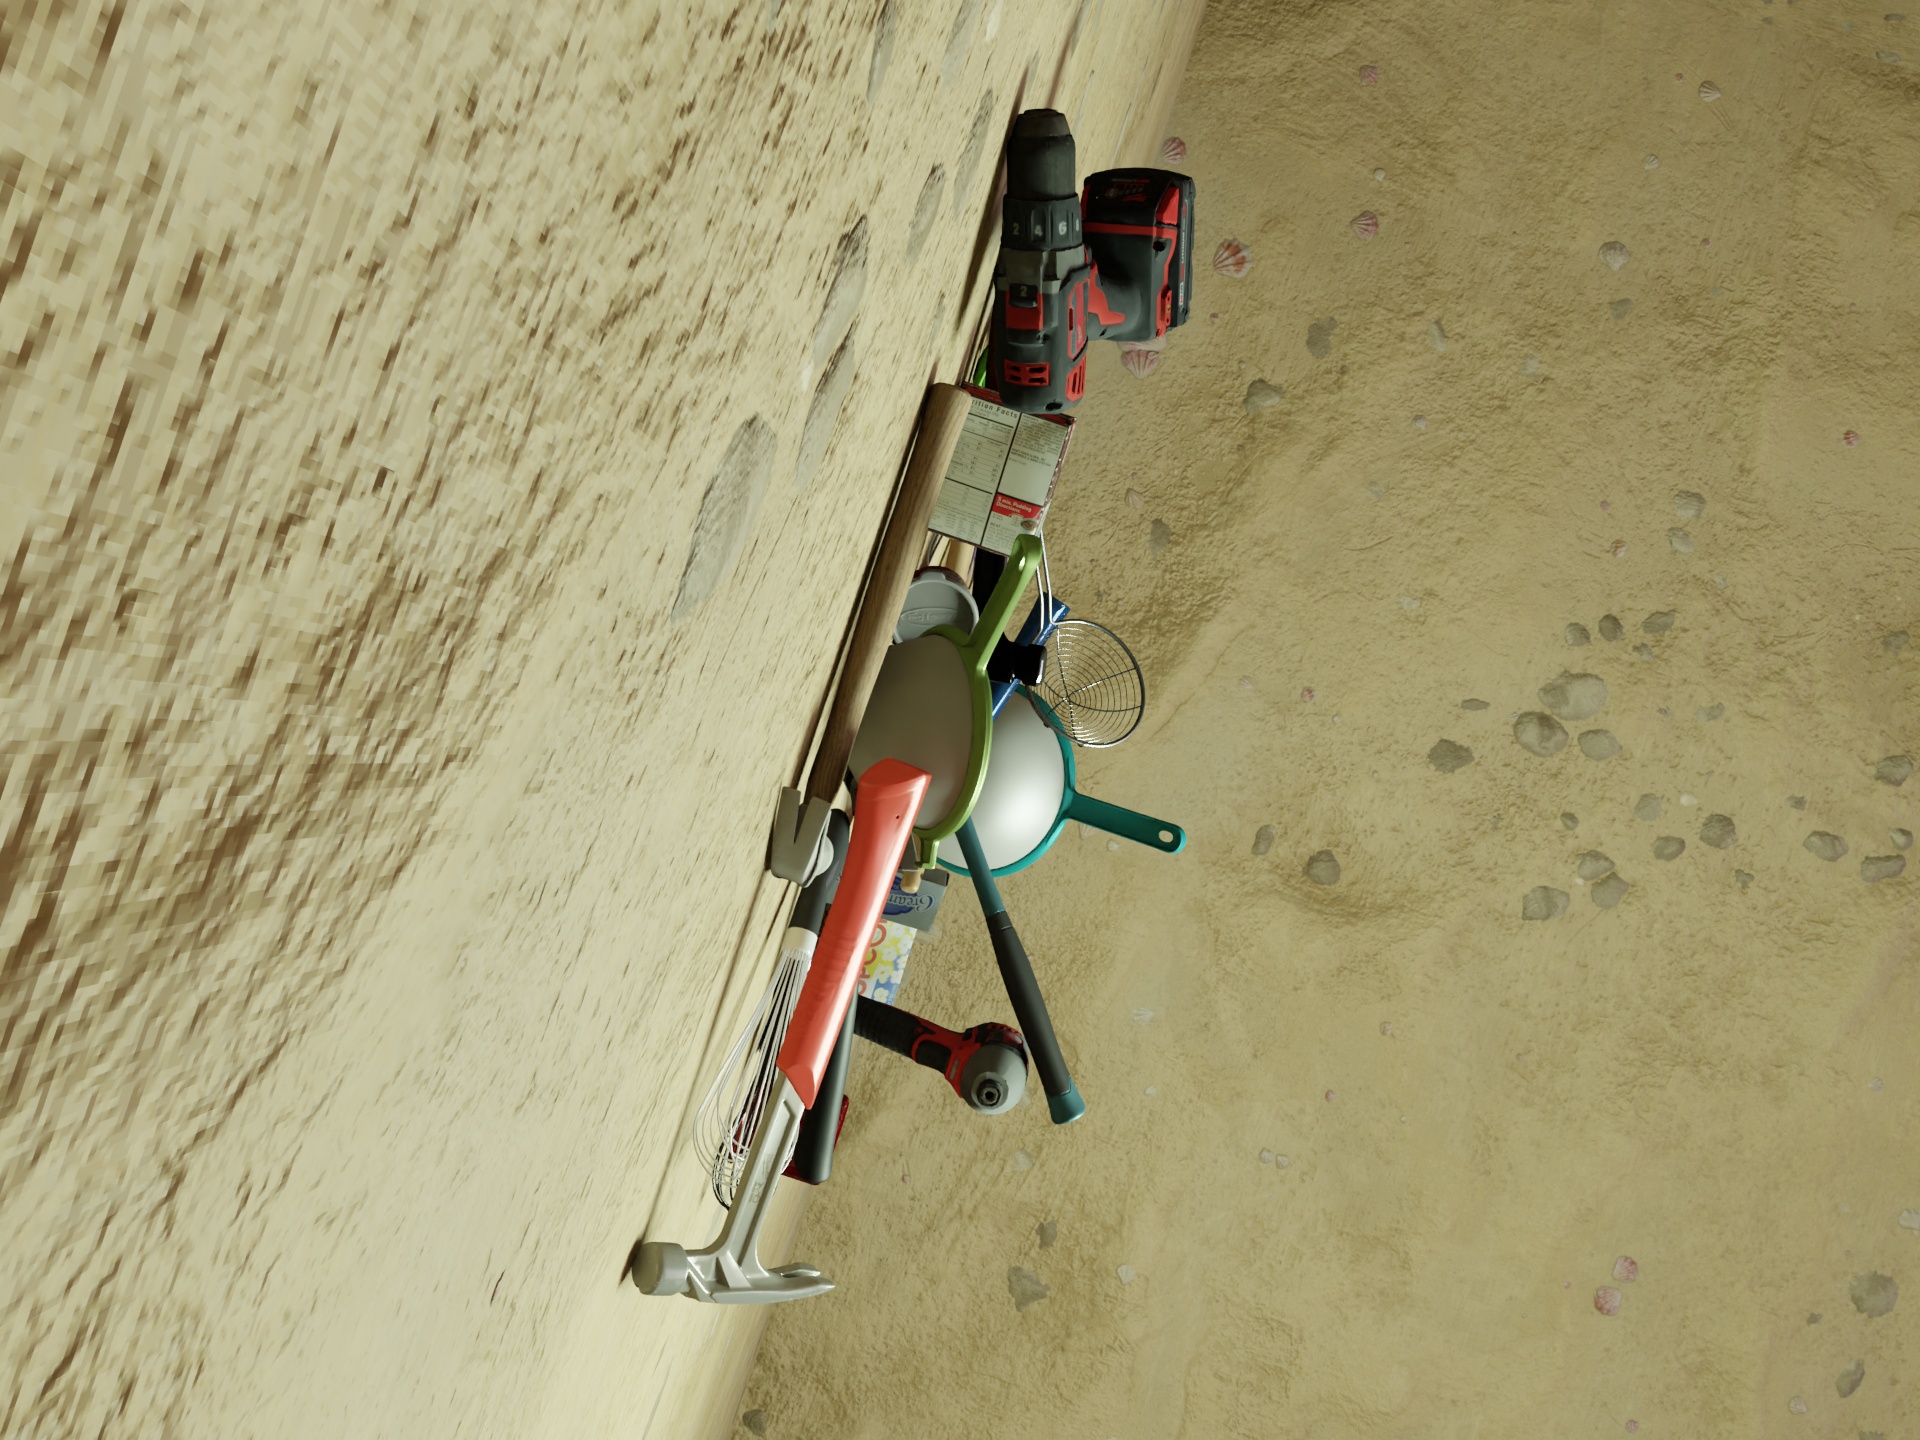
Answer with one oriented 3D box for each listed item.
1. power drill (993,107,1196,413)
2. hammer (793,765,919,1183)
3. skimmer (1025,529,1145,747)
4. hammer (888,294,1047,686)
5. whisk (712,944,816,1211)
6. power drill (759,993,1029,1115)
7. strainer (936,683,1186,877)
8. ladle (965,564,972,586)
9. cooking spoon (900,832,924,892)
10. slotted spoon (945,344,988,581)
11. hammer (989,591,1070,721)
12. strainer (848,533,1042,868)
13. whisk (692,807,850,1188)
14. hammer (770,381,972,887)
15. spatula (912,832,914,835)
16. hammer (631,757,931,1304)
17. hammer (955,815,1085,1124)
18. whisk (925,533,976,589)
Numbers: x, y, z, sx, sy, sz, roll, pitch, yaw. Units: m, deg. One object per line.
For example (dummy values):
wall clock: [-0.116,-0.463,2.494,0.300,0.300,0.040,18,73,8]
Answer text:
power drill: [0.087,-0.325,1.084,0.227,0.080,0.187,-43,138,-53]
hammer: [-0.087,0.205,1.217,0.146,0.035,0.334,-126,-136,-66]
skimmer: [0.091,-0.147,1.414,0.127,0.090,0.363,-31,124,-32]
hammer: [0.022,-0.192,1.209,0.034,0.127,0.336,-62,160,-66]
whisk: [-0.149,0.279,1.257,0.055,0.055,0.239,-5,109,-87]
power drill: [-0.048,0.270,1.335,0.143,0.219,0.078,-40,148,-85]
strainer: [0.057,0.073,1.590,0.095,0.340,0.211,6,100,-60]
ladle: [-0.007,-0.084,1.606,0.078,0.062,0.320,-39,-164,25]
cooking spoon: [-0.002,-0.004,1.294,0.068,0.017,0.319,75,27,-57]
slotted spoon: [0.004,-0.160,1.273,0.070,0.031,0.313,-19,125,-62]
hammer: [-0.018,0.055,1.529,0.405,0.035,0.144,-57,180,1]
strainer: [-0.022,-0.028,1.058,0.256,0.069,0.152,-62,-144,41]
whisk: [-0.122,0.184,1.108,0.070,0.070,0.285,104,0,-59]
hammer: [-0.056,-0.054,1.007,0.130,0.031,0.331,38,70,-88]
spatula: [-0.054,0.067,1.310,0.082,0.044,0.317,-32,164,-17]
hammer: [-0.087,0.199,1.013,0.149,0.037,0.359,18,92,-43]
hammer: [0.035,0.177,1.342,0.128,0.033,0.331,44,25,-80]
whisk: [0.014,-0.198,1.371,0.047,0.051,0.245,91,13,-62]
